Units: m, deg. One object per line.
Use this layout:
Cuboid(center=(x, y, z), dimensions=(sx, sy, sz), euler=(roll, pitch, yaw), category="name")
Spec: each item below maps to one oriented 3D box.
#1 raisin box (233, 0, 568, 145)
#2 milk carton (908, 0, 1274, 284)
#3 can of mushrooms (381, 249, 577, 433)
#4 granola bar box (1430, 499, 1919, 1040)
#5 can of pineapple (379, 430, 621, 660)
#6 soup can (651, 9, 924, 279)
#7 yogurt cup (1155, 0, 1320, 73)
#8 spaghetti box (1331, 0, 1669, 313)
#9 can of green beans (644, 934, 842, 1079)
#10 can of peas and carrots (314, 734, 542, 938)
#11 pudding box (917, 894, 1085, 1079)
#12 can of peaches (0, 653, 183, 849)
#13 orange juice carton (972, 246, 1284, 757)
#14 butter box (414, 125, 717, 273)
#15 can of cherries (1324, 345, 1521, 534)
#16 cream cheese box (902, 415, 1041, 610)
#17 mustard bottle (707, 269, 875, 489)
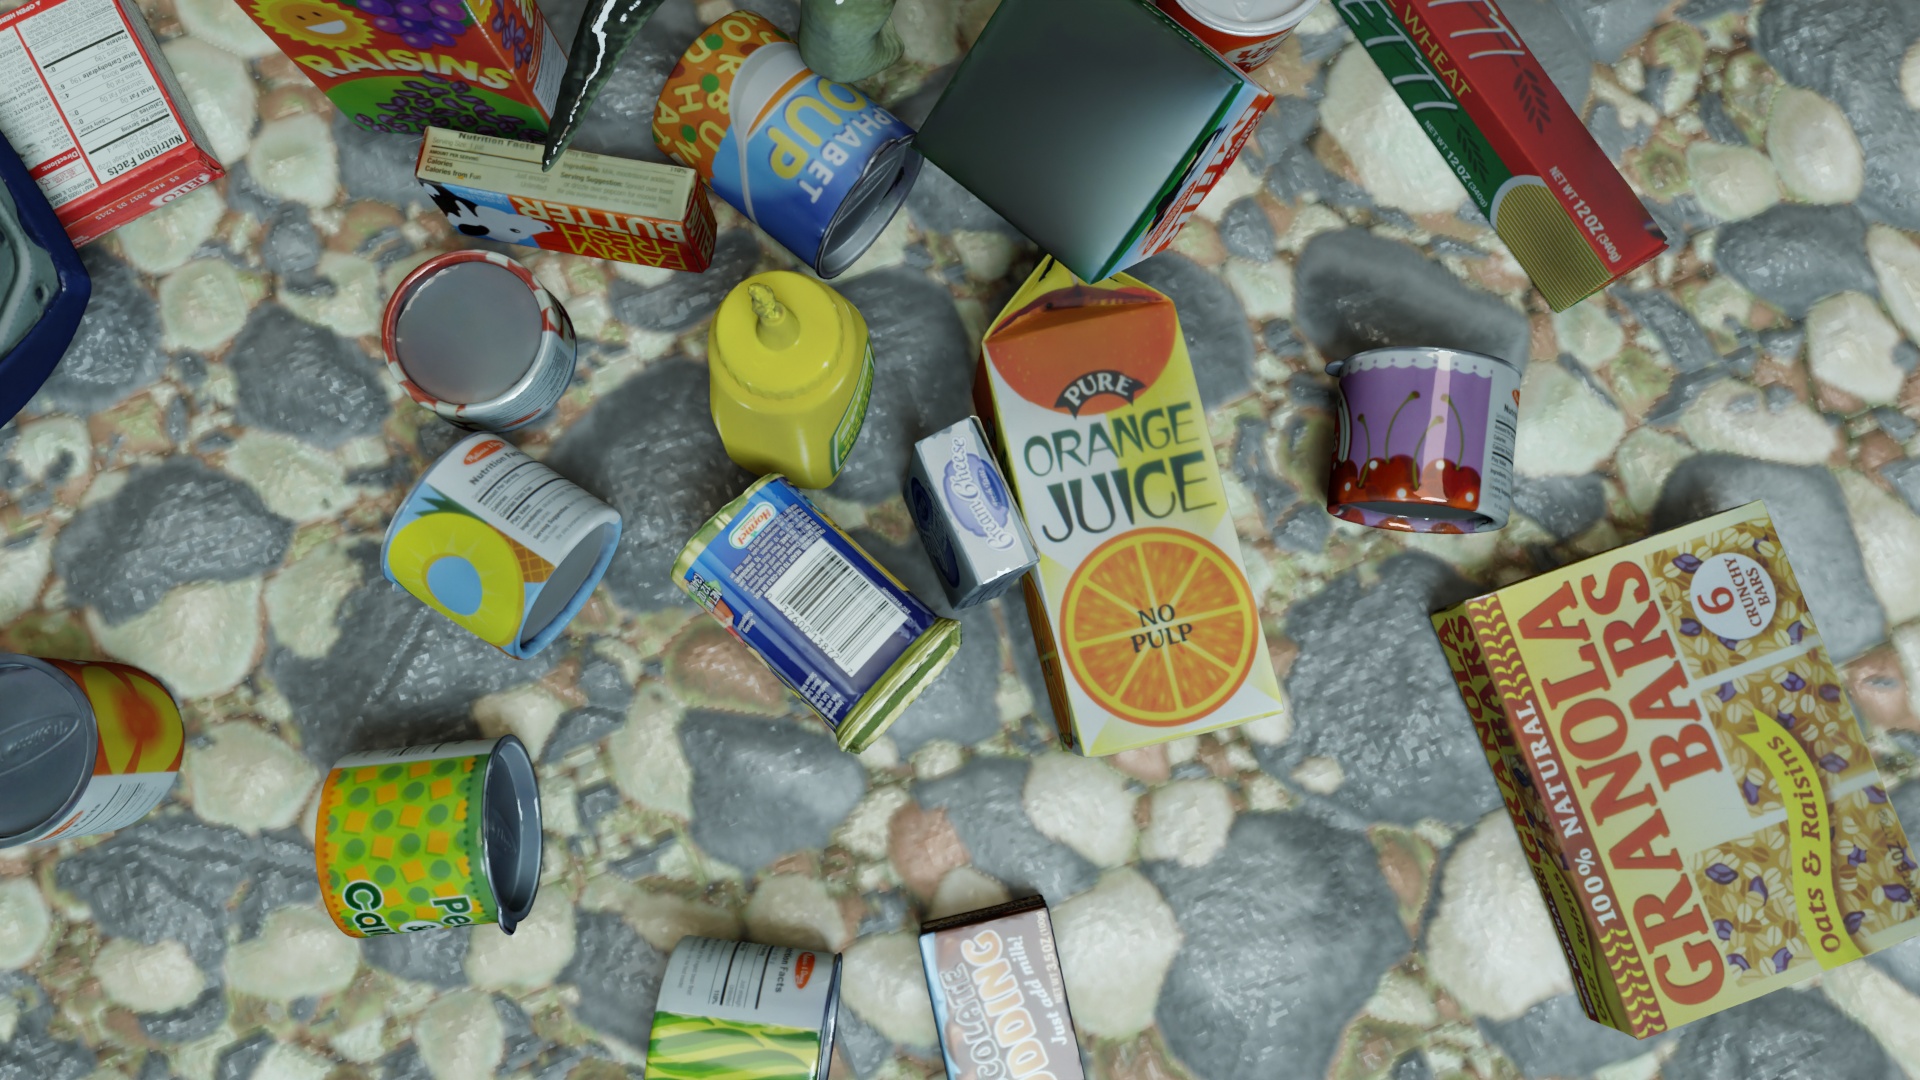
Cuboid(center=(-0.201, -0.190, 0.508), dimensions=(0.086, 0.123, 0.040), euler=(6, 83, 0), category="raisin box")
Cuboid(center=(0.057, -0.147, 0.485), dimensions=(0.072, 0.191, 0.073), euler=(38, 112, 3), category="milk carton")
Cuboid(center=(-0.187, -0.078, 0.537), dimensions=(0.071, 0.033, 0.071), euler=(0, 83, -1), category="can of mushrooms")
Cuboid(center=(0.268, 0.083, 0.522), dimensions=(0.124, 0.039, 0.165), euler=(-19, 83, -5), category="granola bar box")
Cuboid(center=(-0.168, 0.003, 0.511), dimensions=(0.058, 0.071, 0.071), euler=(32, 83, 3), category="can of pineapple")
Cuboid(center=(-0.065, -0.153, 0.532), dimensions=(0.084, 0.071, 0.071), euler=(38, 83, 4), category="soup can")
Cuboid(center=(0.109, -0.222, 0.554), dimensions=(0.072, 0.054, 0.072), euler=(0, 82, -1), category="yogurt cup")
Cuboid(center=(0.188, -0.205, 0.556), dimensions=(0.029, 0.050, 0.250), euler=(-32, 83, -6), category="spaghetti box")
Cuboid(center=(-0.075, 0.175, 0.487), dimensions=(0.058, 0.071, 0.071), euler=(7, 82, 0), category="can of green beans")
Cuboid(center=(-0.186, 0.107, 0.493), dimensions=(0.059, 0.071, 0.071), euler=(-6, 82, -1), category="can of peas and carrots")
Cuboid(center=(0.016, 0.177, 0.506), dimensions=(0.050, 0.030, 0.084), euler=(-12, 82, -2), category="pudding box")
Cuboid(center=(-0.328, 0.073, 0.500), dimensions=(0.071, 0.058, 0.071), euler=(0, 82, -1), category="can of peaches")
Cuboid(center=(0.053, -0.021, 0.515), dimensions=(0.073, 0.071, 0.193), euler=(-13, 83, -4), category="orange juice carton")
Cuboid(center=(-0.149, -0.130, 0.536), dimensions=(0.103, 0.053, 0.024), euler=(9, 79, -1), category="butter box")
Cuboid(center=(0.172, -0.036, 0.525), dimensions=(0.071, 0.071, 0.058), euler=(8, 83, 0), category="can of cherries")
Cuboid(center=(0.002, -0.006, 0.496), dimensions=(0.024, 0.103, 0.053), euler=(-24, 84, -8), category="cream cheese box")
Cuboid(center=(-0.058, -0.058, 0.474), dimensions=(0.049, 0.160, 0.065), euler=(18, 84, 0), category="mustard bottle")
